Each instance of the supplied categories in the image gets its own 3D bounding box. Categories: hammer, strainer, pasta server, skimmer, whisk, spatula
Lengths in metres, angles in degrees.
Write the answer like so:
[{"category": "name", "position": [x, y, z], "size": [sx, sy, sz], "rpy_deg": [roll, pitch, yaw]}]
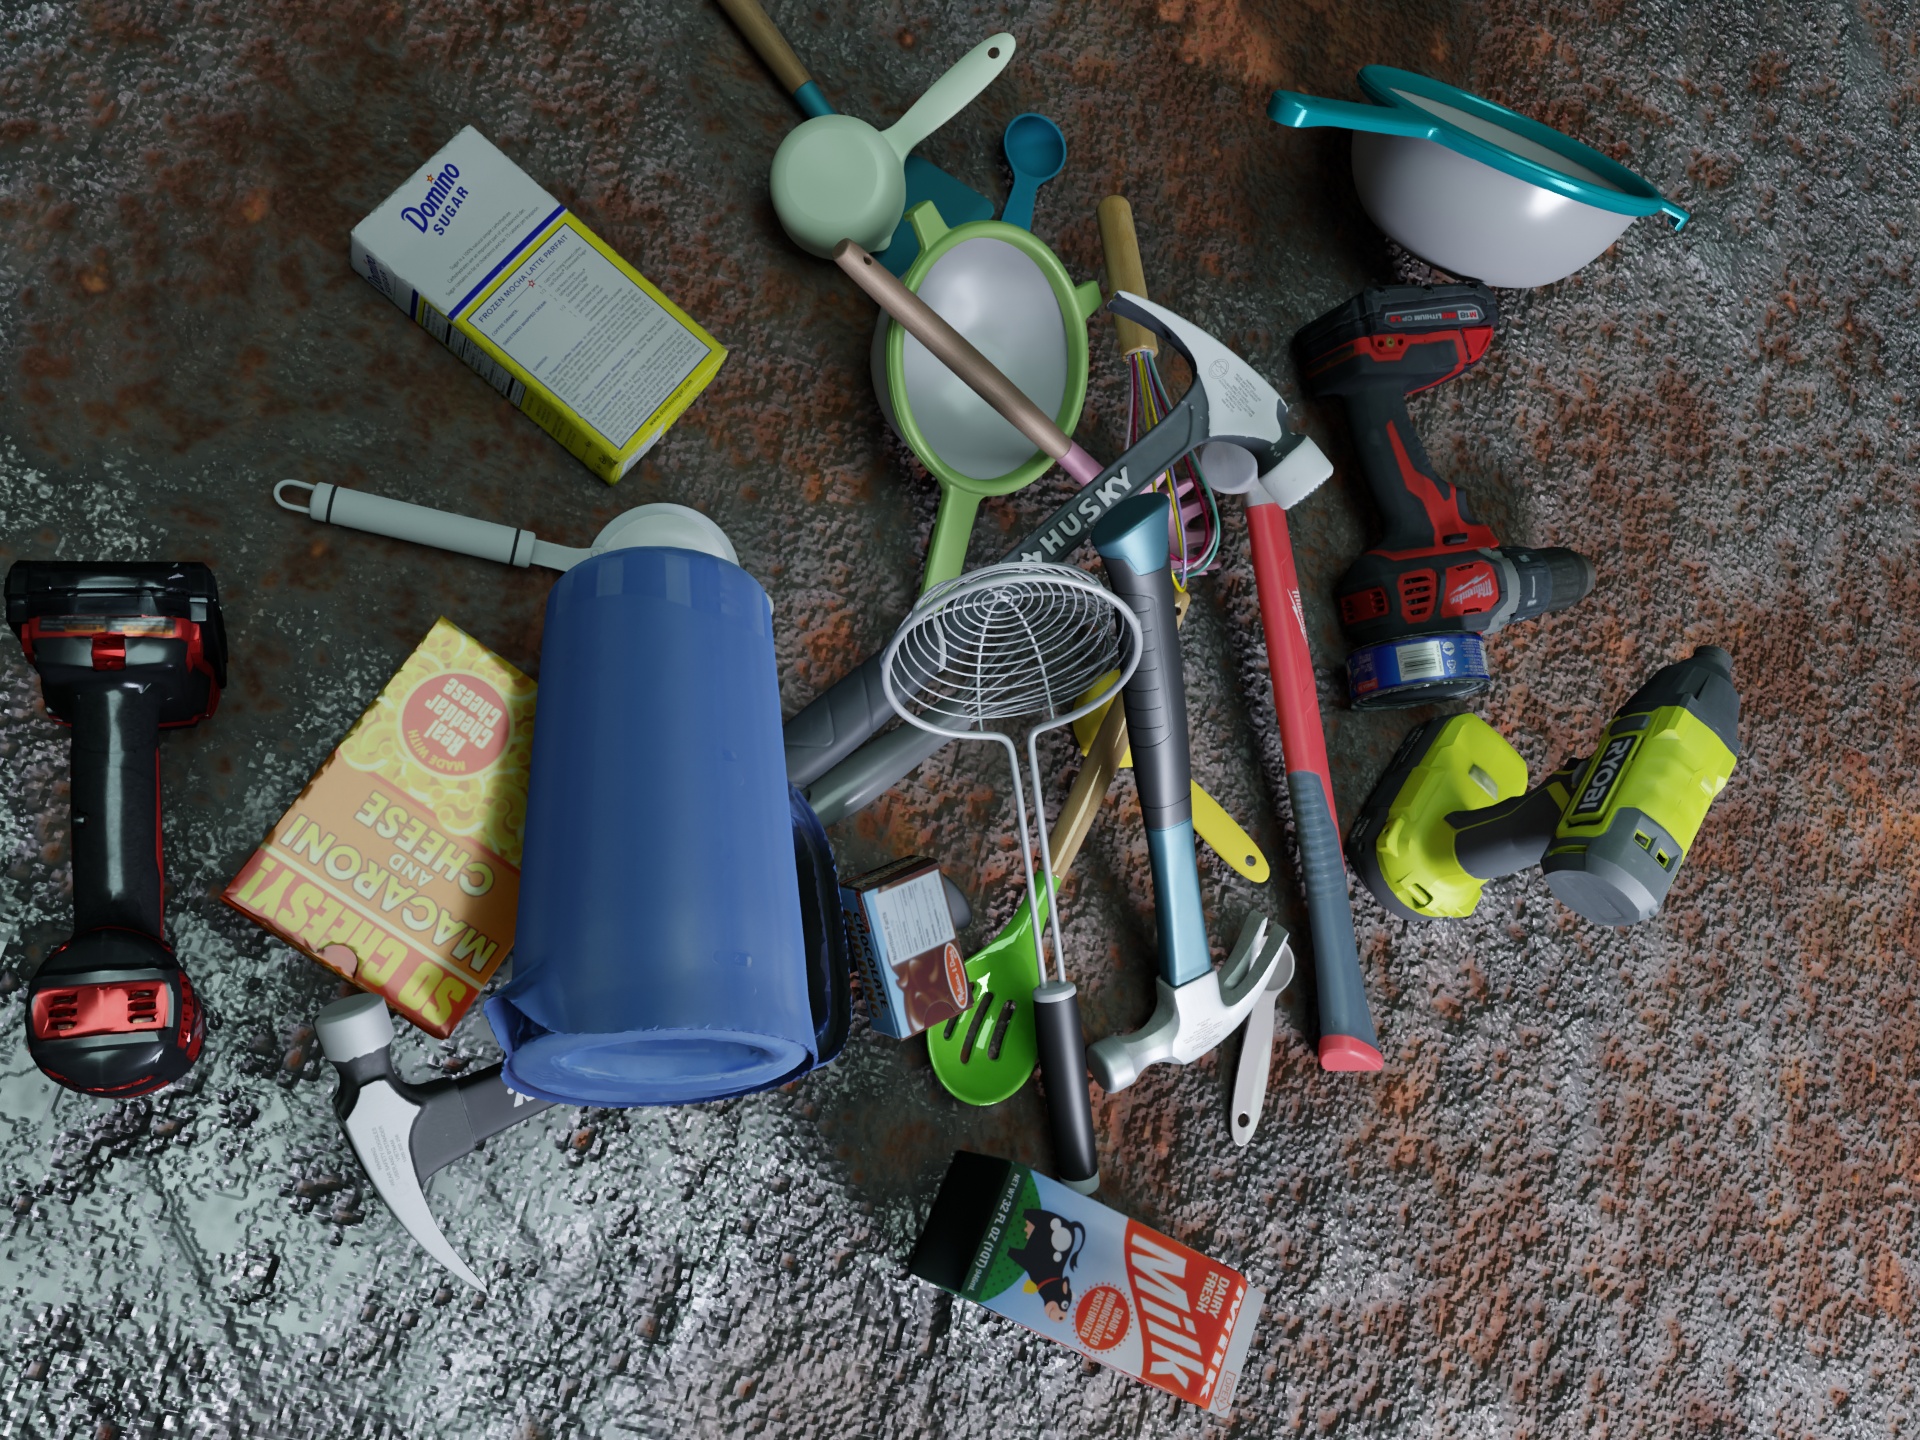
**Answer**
[{"category": "hammer", "position": [-0.134, 0.151, 0.794], "size": [0.334, 0.035, 0.146], "rpy_deg": [-20, 102, -31]}, {"category": "strainer", "position": [0.292, -0.335, 1.006], "size": [0.340, 0.095, 0.211], "rpy_deg": [-11, 45, -40]}, {"category": "pasta server", "position": [0.046, -0.169, 0.887], "size": [0.316, 0.040, 0.060], "rpy_deg": [34, 55, -40]}, {"category": "strainer", "position": [-0.012, -0.154, 0.912], "size": [0.151, 0.069, 0.256], "rpy_deg": [10, 94, -43]}, {"category": "skimmer", "position": [0.042, 0.094, 0.803], "size": [0.127, 0.090, 0.363], "rpy_deg": [-9, 106, -2]}, {"category": "strainer", "position": [-0.218, -0.085, 0.820], "size": [0.258, 0.050, 0.087], "rpy_deg": [12, 90, -17]}, {"category": "whisk", "position": [-0.001, -0.002, 0.890], "size": [0.239, 0.055, 0.055], "rpy_deg": [-33, 94, -20]}, {"category": "whisk", "position": [0.107, -0.191, 0.911], "size": [0.047, 0.051, 0.245], "rpy_deg": [3, 73, -40]}, {"category": "hammer", "position": [-0.001, -0.059, 0.837], "size": [0.409, 0.036, 0.149], "rpy_deg": [-40, 92, -5]}, {"category": "hammer", "position": [0.213, 0.018, 0.965], "size": [0.143, 0.038, 0.386], "rpy_deg": [-12, 93, -61]}, {"category": "spatula", "position": [-0.106, -0.391, 0.919], "size": [0.082, 0.044, 0.317], "rpy_deg": [-38, 95, 3]}, {"category": "hammer", "position": [0.109, 0.041, 0.854], "size": [0.128, 0.033, 0.330], "rpy_deg": [-21, 117, -23]}]

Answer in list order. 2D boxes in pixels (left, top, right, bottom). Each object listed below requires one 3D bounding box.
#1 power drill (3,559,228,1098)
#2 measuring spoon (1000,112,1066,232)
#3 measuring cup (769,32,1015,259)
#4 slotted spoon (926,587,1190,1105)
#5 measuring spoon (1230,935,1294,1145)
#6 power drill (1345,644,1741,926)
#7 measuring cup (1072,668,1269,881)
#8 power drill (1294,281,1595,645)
[{"category": "power drill", "position": [-0.360, 0.052, 0.685], "size": [0.078, 0.143, 0.220], "rpy_deg": [-2, 74, -22]}, {"category": "measuring spoon", "position": [0.032, -0.311, 0.981], "size": [0.042, 0.021, 0.129], "rpy_deg": [17, 83, -20]}, {"category": "measuring cup", "position": [-0.036, -0.329, 0.887], "size": [0.167, 0.038, 0.083], "rpy_deg": [-40, 90, 7]}, {"category": "slotted spoon", "position": [0.062, 0.065, 0.892], "size": [0.070, 0.031, 0.314], "rpy_deg": [29, 78, -16]}, {"category": "measuring spoon", "position": [0.173, 0.189, 0.946], "size": [0.034, 0.018, 0.124], "rpy_deg": [14, 82, -20]}, {"category": "power drill", "position": [0.341, 0.042, 0.925], "size": [0.080, 0.223, 0.171], "rpy_deg": [41, 68, -11]}, {"category": "measuring cup", "position": [0.130, 0.033, 0.932], "size": [0.062, 0.029, 0.156], "rpy_deg": [-42, 86, -19]}, {"category": "power drill", "position": [0.321, -0.163, 1.039], "size": [0.188, 0.080, 0.227], "rpy_deg": [-9, 86, -24]}]
